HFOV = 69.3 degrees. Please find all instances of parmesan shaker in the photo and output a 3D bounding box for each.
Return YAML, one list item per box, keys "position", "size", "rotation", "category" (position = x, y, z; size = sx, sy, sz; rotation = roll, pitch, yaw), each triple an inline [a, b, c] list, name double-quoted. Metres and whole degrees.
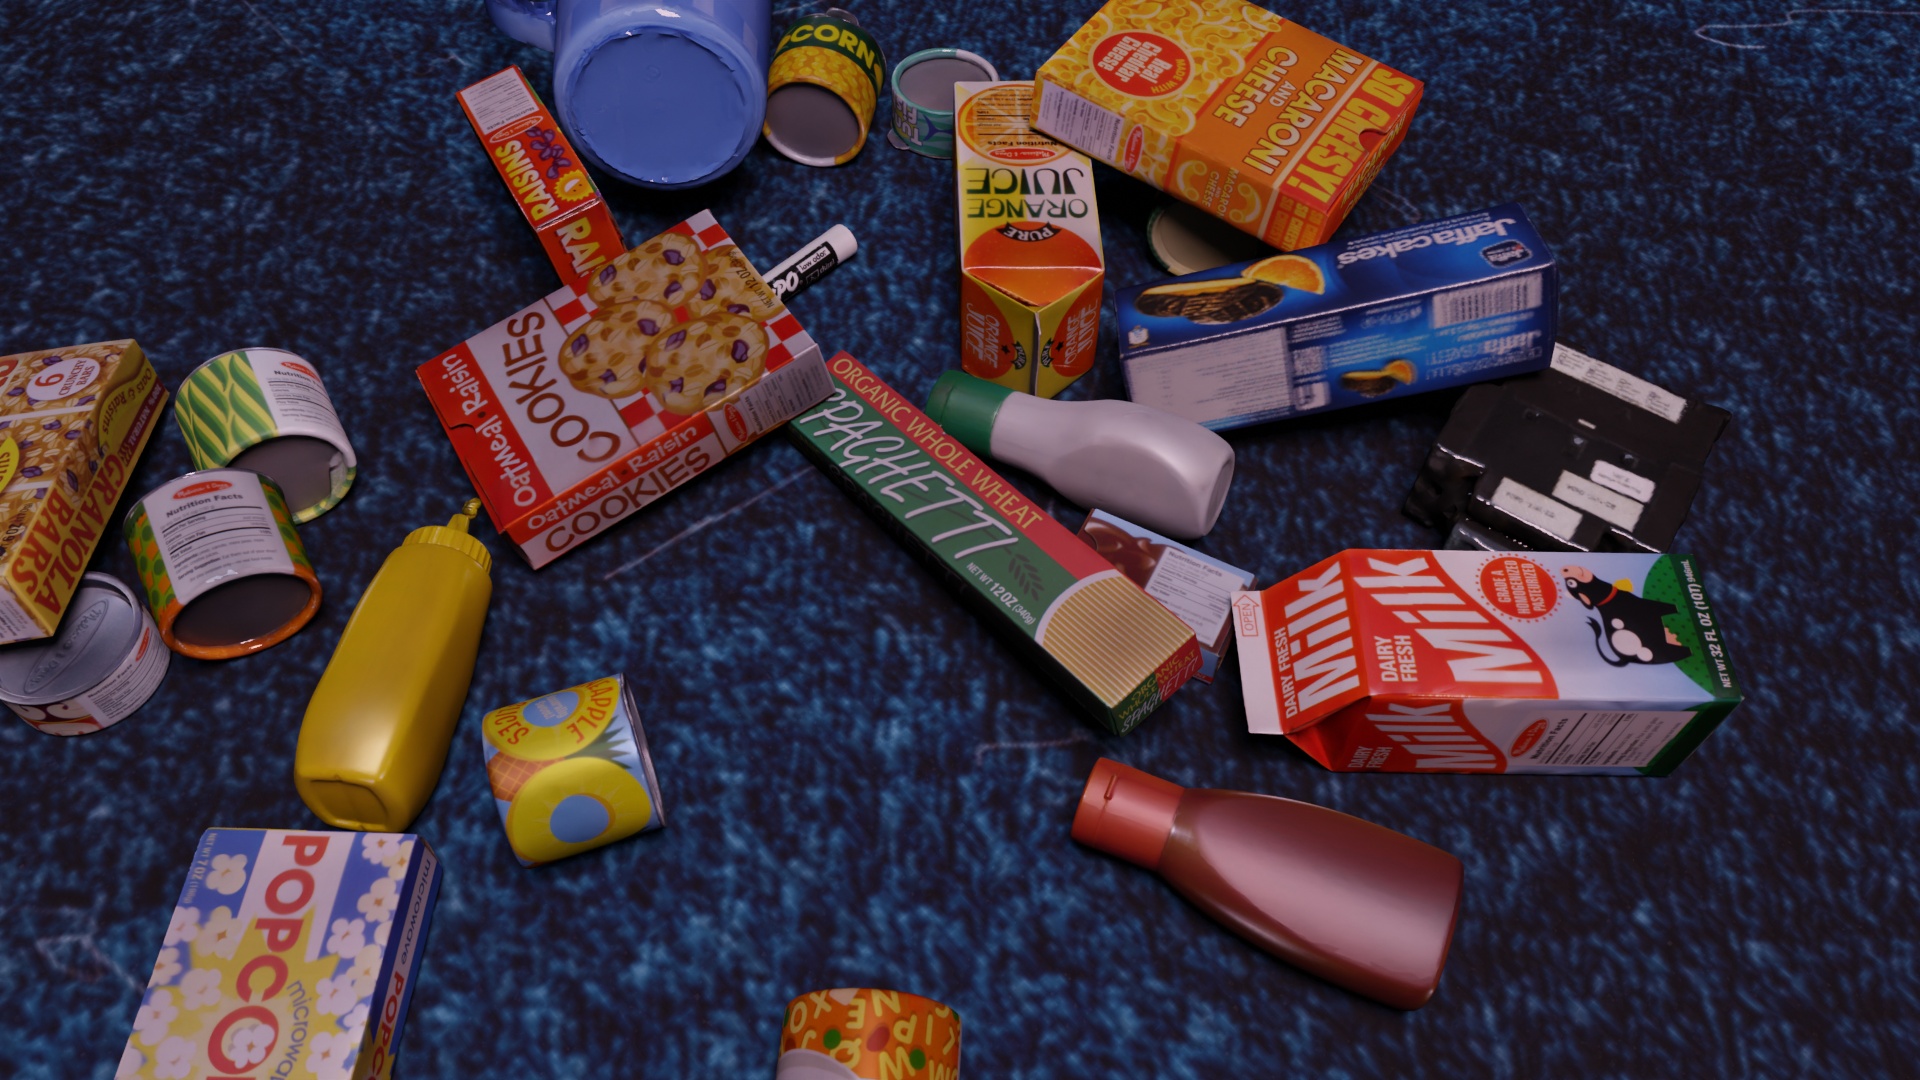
- position: [0.146, -0.202, 0.773]
  size: [0.071, 0.071, 0.103]
  rotation: [12, 55, 7]
  category: "parmesan shaker"

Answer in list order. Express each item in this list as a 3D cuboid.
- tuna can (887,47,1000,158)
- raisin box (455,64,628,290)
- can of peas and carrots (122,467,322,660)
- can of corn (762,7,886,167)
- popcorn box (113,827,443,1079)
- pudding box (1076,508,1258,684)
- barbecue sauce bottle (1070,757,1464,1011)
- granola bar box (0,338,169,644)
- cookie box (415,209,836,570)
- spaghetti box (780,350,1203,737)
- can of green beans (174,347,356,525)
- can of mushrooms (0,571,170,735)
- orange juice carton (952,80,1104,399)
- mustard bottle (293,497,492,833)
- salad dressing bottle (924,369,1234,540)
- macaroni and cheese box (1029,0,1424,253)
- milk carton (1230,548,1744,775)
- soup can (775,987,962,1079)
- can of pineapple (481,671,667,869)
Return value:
- position: [-0.011, -0.262, 0.833]
  size: [0.071, 0.032, 0.071]
  rotation: [1, 55, -1]
  category: "tuna can"
- position: [-0.215, -0.179, 0.737]
  size: [0.040, 0.085, 0.124]
  rotation: [-28, 59, -11]
  category: "raisin box"
- position: [-0.324, 0.012, 0.613]
  size: [0.071, 0.070, 0.059]
  rotation: [-26, 65, -18]
  category: "can of peas and carrots"
- position: [-0.080, -0.263, 0.809]
  size: [0.071, 0.070, 0.058]
  rotation: [8, 56, 4]
  category: "can of corn"
- position: [-0.254, 0.173, 0.518]
  size: [0.085, 0.038, 0.127]
  rotation: [2, 55, 0]
  category: "popcorn box"
- position: [0.087, 0.024, 0.635]
  size: [0.084, 0.030, 0.050]
  rotation: [23, 59, 14]
  category: "pudding box"
- position: [0.119, 0.129, 0.554]
  size: [0.148, 0.043, 0.065]
  rotation: [20, 57, 13]
  category: "barbecue sauce bottle"
- position: [-0.449, -0.020, 0.624]
  size: [0.124, 0.038, 0.166]
  rotation: [-9, 44, 0]
  category: "granola bar box"
- position: [-0.164, -0.078, 0.676]
  size: [0.168, 0.040, 0.123]
  rotation: [-32, 57, -11]
  category: "cookie box"
- position: [0.002, -0.008, 0.632]
  size: [0.050, 0.028, 0.251]
  rotation: [-39, 55, -15]
  category: "spaghetti box"
- position: [-0.327, -0.047, 0.654]
  size: [0.071, 0.071, 0.058]
  rotation: [-26, 60, -18]
  category: "can of green beans"
- position: [-0.387, 0.049, 0.605]
  size: [0.071, 0.033, 0.071]
  rotation: [1, 56, -1]
  category: "can of mushrooms"
- position: [0.034, -0.155, 0.735]
  size: [0.073, 0.071, 0.193]
  rotation: [-1, 55, -2]
  category: "orange juice carton"
- position: [-0.235, 0.044, 0.597]
  size: [0.049, 0.065, 0.161]
  rotation: [7, 49, -3]
  category: "mustard bottle"
- position: [0.055, -0.045, 0.667]
  size: [0.148, 0.064, 0.044]
  rotation: [20, 54, 20]
  category: "salad dressing bottle"
- position: [0.139, -0.228, 0.726]
  size: [0.166, 0.040, 0.124]
  rotation: [31, 60, 15]
  category: "macaroni and cheese box"
- position: [0.214, 0.052, 0.592]
  size: [0.191, 0.073, 0.073]
  rotation: [0, 55, -1]
  category: "milk carton"
- position: [-0.036, 0.206, 0.481]
  size: [0.071, 0.071, 0.084]
  rotation: [3, 54, 1]
  category: "soup can"
- position: [-0.155, 0.091, 0.559]
  size: [0.058, 0.070, 0.071]
  rotation: [-16, 57, -12]
  category: "can of pineapple"
